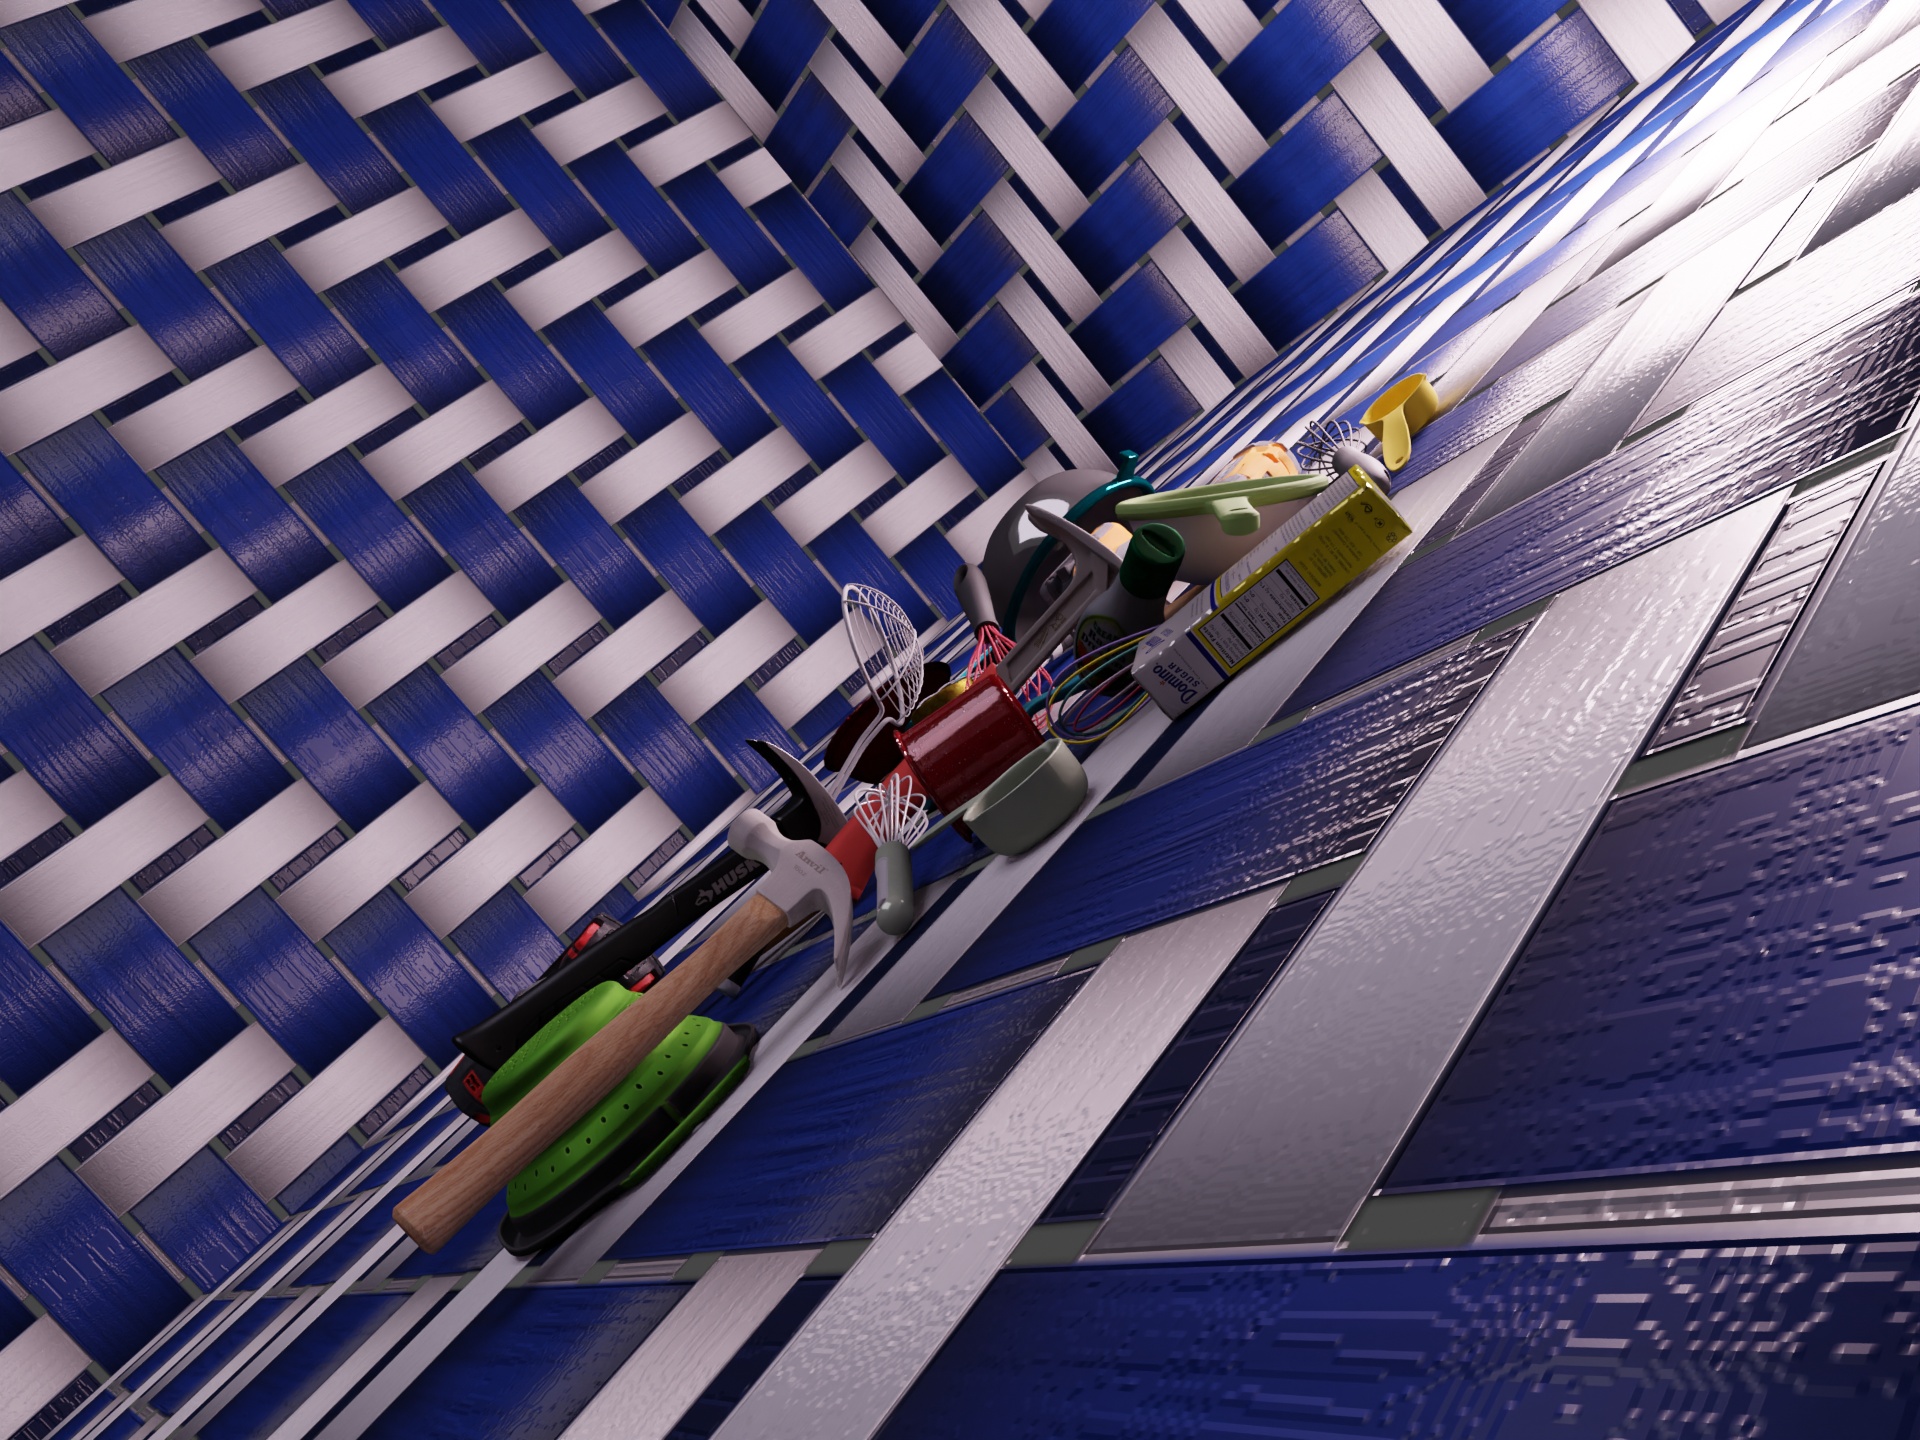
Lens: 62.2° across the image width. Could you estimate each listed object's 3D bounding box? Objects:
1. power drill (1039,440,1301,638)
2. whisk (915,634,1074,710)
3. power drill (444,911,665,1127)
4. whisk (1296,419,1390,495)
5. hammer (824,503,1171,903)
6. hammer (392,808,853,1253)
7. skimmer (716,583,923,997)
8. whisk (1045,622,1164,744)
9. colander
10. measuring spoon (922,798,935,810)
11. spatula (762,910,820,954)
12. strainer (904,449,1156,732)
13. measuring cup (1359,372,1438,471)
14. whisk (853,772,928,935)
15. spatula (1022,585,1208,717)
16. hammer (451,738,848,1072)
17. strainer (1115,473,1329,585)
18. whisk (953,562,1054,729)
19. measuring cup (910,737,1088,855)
[{"bbox_3d":[0.174,-0.143,1.371,0.226,0.084,0.185,-29,13,41],"label":"power drill"},{"bbox_3d":[0.064,-0.051,1.507,0.284,0.070,0.070,-38,3,-33],"label":"whisk"},{"bbox_3d":[-0.316,0.230,1.266,0.143,0.078,0.219,-47,1,5],"label":"power drill"},{"bbox_3d":[0.284,-0.187,1.169,0.055,0.055,0.239,-39,11,14],"label":"whisk"},{"bbox_3d":[-0.002,-0.004,1.245,0.359,0.149,0.036,-48,-20,-9],"label":"hammer"},{"bbox_3d":[-0.192,0.187,0.950,0.331,0.130,0.031,-42,-33,-29],"label":"hammer"},{"bbox_3d":[-0.129,0.053,1.316,0.363,0.090,0.127,-62,-31,-19],"label":"skimmer"},{"bbox_3d":[0.160,-0.060,1.040,0.245,0.051,0.047,-35,29,10],"label":"whisk"},{"bbox_3d":[-0.276,0.260,1.090,0.204,0.094,0.397,-44,7,-34],"label":"colander"},{"bbox_3d":[0.010,0.041,1.345,0.128,0.021,0.042,-32,-8,-5],"label":"measuring spoon"},{"bbox_3d":[-0.219,0.234,1.300,0.322,0.041,0.081,-36,5,1],"label":"spatula"},{"bbox_3d":[0.046,-0.125,1.553,0.340,0.095,0.210,-45,-24,-7],"label":"strainer"},{"bbox_3d":[0.331,-0.212,1.186,0.062,0.029,0.157,-36,19,30],"label":"measuring cup"},{"bbox_3d":[-0.047,0.090,1.090,0.246,0.059,0.058,-101,33,-74],"label":"whisk"},{"bbox_3d":[0.121,-0.037,1.180,0.317,0.044,0.082,-36,4,-3],"label":"spatula"},{"bbox_3d":[-0.225,0.146,1.179,0.335,0.146,0.035,-35,20,-28],"label":"hammer"},{"bbox_3d":[0.185,-0.122,1.086,0.151,0.069,0.256,-7,11,7],"label":"strainer"},{"bbox_3d":[0.026,-0.067,1.383,0.073,0.073,0.296,-39,30,13],"label":"whisk"},{"bbox_3d":[0.020,0.064,0.982,0.083,0.038,0.167,-44,5,-36],"label":"measuring cup"}]
